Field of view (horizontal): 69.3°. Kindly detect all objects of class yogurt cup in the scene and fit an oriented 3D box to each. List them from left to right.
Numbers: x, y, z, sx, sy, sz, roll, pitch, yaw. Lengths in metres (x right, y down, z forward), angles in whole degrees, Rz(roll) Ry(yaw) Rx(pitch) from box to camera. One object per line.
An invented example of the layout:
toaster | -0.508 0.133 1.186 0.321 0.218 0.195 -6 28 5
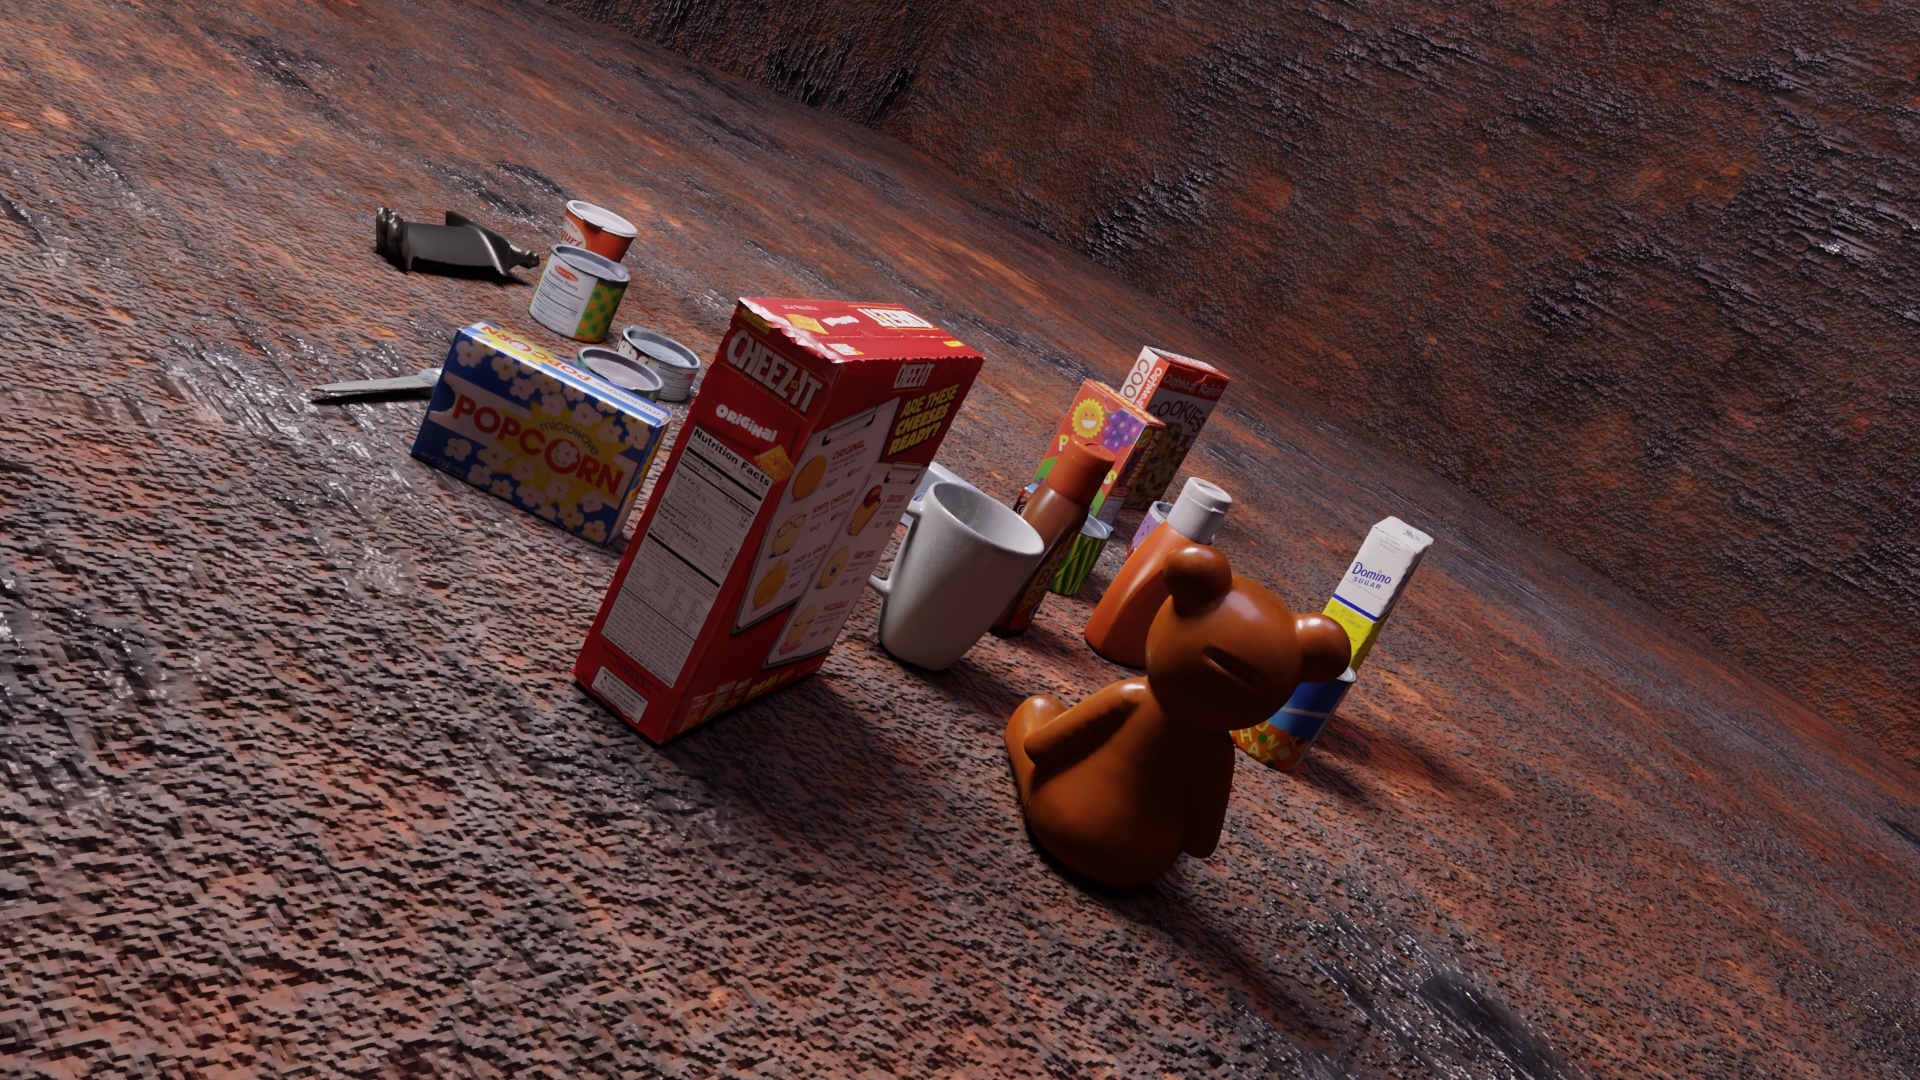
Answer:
yogurt cup | -0.345 -0.281 1.306 0.072 0.053 0.072 25 18 -9

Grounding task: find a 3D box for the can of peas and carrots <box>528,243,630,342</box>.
can of peas and carrots | -0.311 -0.203 1.140 0.071 0.058 0.071 25 18 -9

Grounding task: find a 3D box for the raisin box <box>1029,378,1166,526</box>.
raisin box | 0.129 -0.080 1.329 0.086 0.123 0.040 40 22 33

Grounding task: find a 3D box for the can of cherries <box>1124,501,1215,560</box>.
can of cherries | 0.196 0.004 1.303 0.071 0.058 0.072 25 18 -9

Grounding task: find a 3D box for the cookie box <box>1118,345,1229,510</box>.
cookie box | 0.198 -0.113 1.443 0.040 0.167 0.123 40 22 34

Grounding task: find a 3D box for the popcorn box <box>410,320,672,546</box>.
popcorn box | -0.246 -0.063 0.820 0.127 0.085 0.038 26 18 -5

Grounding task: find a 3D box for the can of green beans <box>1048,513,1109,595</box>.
can of green beans | 0.080 0.004 1.142 0.071 0.057 0.071 25 18 -9

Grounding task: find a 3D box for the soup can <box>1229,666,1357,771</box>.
soup can | 0.239 0.117 1.025 0.071 0.083 0.071 25 18 -9

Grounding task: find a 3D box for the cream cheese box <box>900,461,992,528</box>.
cream cheese box | 0.004 -0.014 1.089 0.104 0.053 0.024 33 19 16

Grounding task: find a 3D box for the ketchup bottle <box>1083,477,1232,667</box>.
ketchup bottle | 0.153 0.024 1.047 0.065 0.148 0.044 16 21 -33

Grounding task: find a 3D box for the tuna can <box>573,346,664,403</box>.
tuna can | -0.255 -0.112 1.020 0.071 0.032 0.071 25 19 -9

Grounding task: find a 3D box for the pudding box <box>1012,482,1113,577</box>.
pudding box | 0.083 -0.009 1.192 0.084 0.049 0.030 31 18 9

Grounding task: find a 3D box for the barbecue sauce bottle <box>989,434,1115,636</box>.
barbecue sauce bottle | 0.060 -0.004 0.991 0.044 0.148 0.065 33 19 16

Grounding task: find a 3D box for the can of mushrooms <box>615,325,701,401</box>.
can of mushrooms | -0.245 -0.142 1.111 0.071 0.033 0.071 25 19 -9
